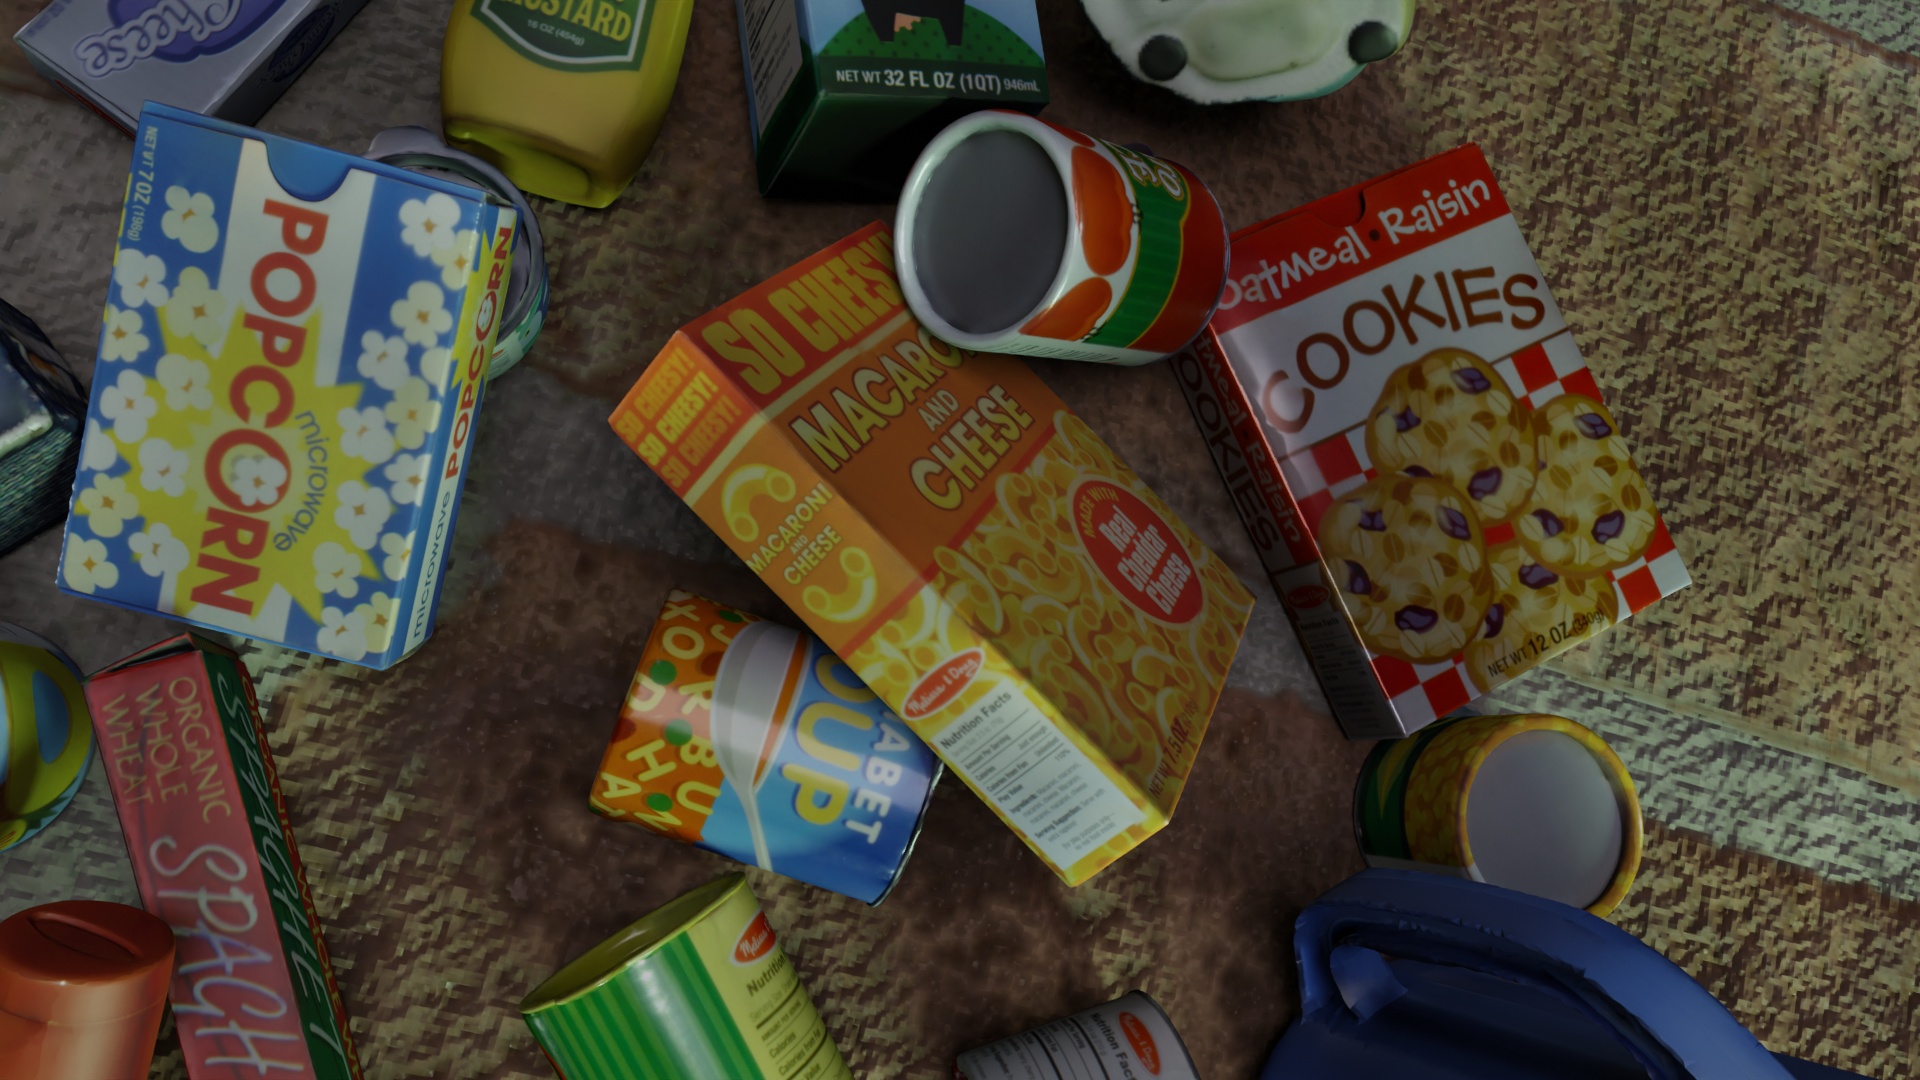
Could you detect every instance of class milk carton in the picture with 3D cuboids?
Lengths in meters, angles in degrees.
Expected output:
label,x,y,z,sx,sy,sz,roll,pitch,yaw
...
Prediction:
label,x,y,z,sx,sy,sz,roll,pitch,yaw
milk carton,-0.031,-0.208,0.429,0.072,0.073,0.190,-6,82,-22

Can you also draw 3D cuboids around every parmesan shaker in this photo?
label,x,y,z,sx,sy,sz,roll,pitch,yaw
parmesan shaker,-0.063,0.151,0.366,0.071,0.071,0.103,-28,89,-16

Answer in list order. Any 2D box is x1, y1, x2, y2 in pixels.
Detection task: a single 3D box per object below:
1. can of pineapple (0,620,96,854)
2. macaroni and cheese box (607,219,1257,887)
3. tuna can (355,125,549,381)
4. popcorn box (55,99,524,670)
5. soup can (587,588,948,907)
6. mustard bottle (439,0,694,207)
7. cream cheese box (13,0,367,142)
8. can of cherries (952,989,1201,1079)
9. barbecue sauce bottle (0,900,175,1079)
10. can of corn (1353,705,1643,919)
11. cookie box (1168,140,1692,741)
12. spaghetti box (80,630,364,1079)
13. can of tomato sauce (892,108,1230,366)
label,x,y,z,sx,sy,sz,roll,pitch,yaw
can of pineapple,-0.260,0.051,0.342,0.071,0.057,0.071,2,81,-13
macaroni and cheese box,0.001,-0.005,0.388,0.166,0.040,0.124,45,32,-2
tuna can,-0.154,-0.080,0.402,0.071,0.032,0.071,2,81,-13
popcorn box,-0.172,-0.038,0.360,0.085,0.038,0.126,15,99,-3
soup can,-0.051,0.056,0.384,0.084,0.071,0.071,20,77,-9
mustard bottle,-0.109,-0.184,0.422,0.065,0.048,0.160,15,78,-12
cream cheese box,-0.214,-0.161,0.406,0.053,0.024,0.104,36,75,-6
can of cherries,0.035,0.170,0.390,0.058,0.071,0.071,-15,85,-15
barbecue sauce bottle,-0.214,0.157,0.317,0.065,0.044,0.148,18,98,11
can of corn,0.169,0.085,0.438,0.071,0.058,0.071,2,81,-13
cookie box,0.152,-0.035,0.464,0.123,0.040,0.167,-24,87,-16
spaghetti box,-0.169,0.147,0.352,0.029,0.050,0.250,-17,85,-16
can of tomato sauce,0.031,-0.088,0.410,0.083,0.071,0.071,-4,80,-52
